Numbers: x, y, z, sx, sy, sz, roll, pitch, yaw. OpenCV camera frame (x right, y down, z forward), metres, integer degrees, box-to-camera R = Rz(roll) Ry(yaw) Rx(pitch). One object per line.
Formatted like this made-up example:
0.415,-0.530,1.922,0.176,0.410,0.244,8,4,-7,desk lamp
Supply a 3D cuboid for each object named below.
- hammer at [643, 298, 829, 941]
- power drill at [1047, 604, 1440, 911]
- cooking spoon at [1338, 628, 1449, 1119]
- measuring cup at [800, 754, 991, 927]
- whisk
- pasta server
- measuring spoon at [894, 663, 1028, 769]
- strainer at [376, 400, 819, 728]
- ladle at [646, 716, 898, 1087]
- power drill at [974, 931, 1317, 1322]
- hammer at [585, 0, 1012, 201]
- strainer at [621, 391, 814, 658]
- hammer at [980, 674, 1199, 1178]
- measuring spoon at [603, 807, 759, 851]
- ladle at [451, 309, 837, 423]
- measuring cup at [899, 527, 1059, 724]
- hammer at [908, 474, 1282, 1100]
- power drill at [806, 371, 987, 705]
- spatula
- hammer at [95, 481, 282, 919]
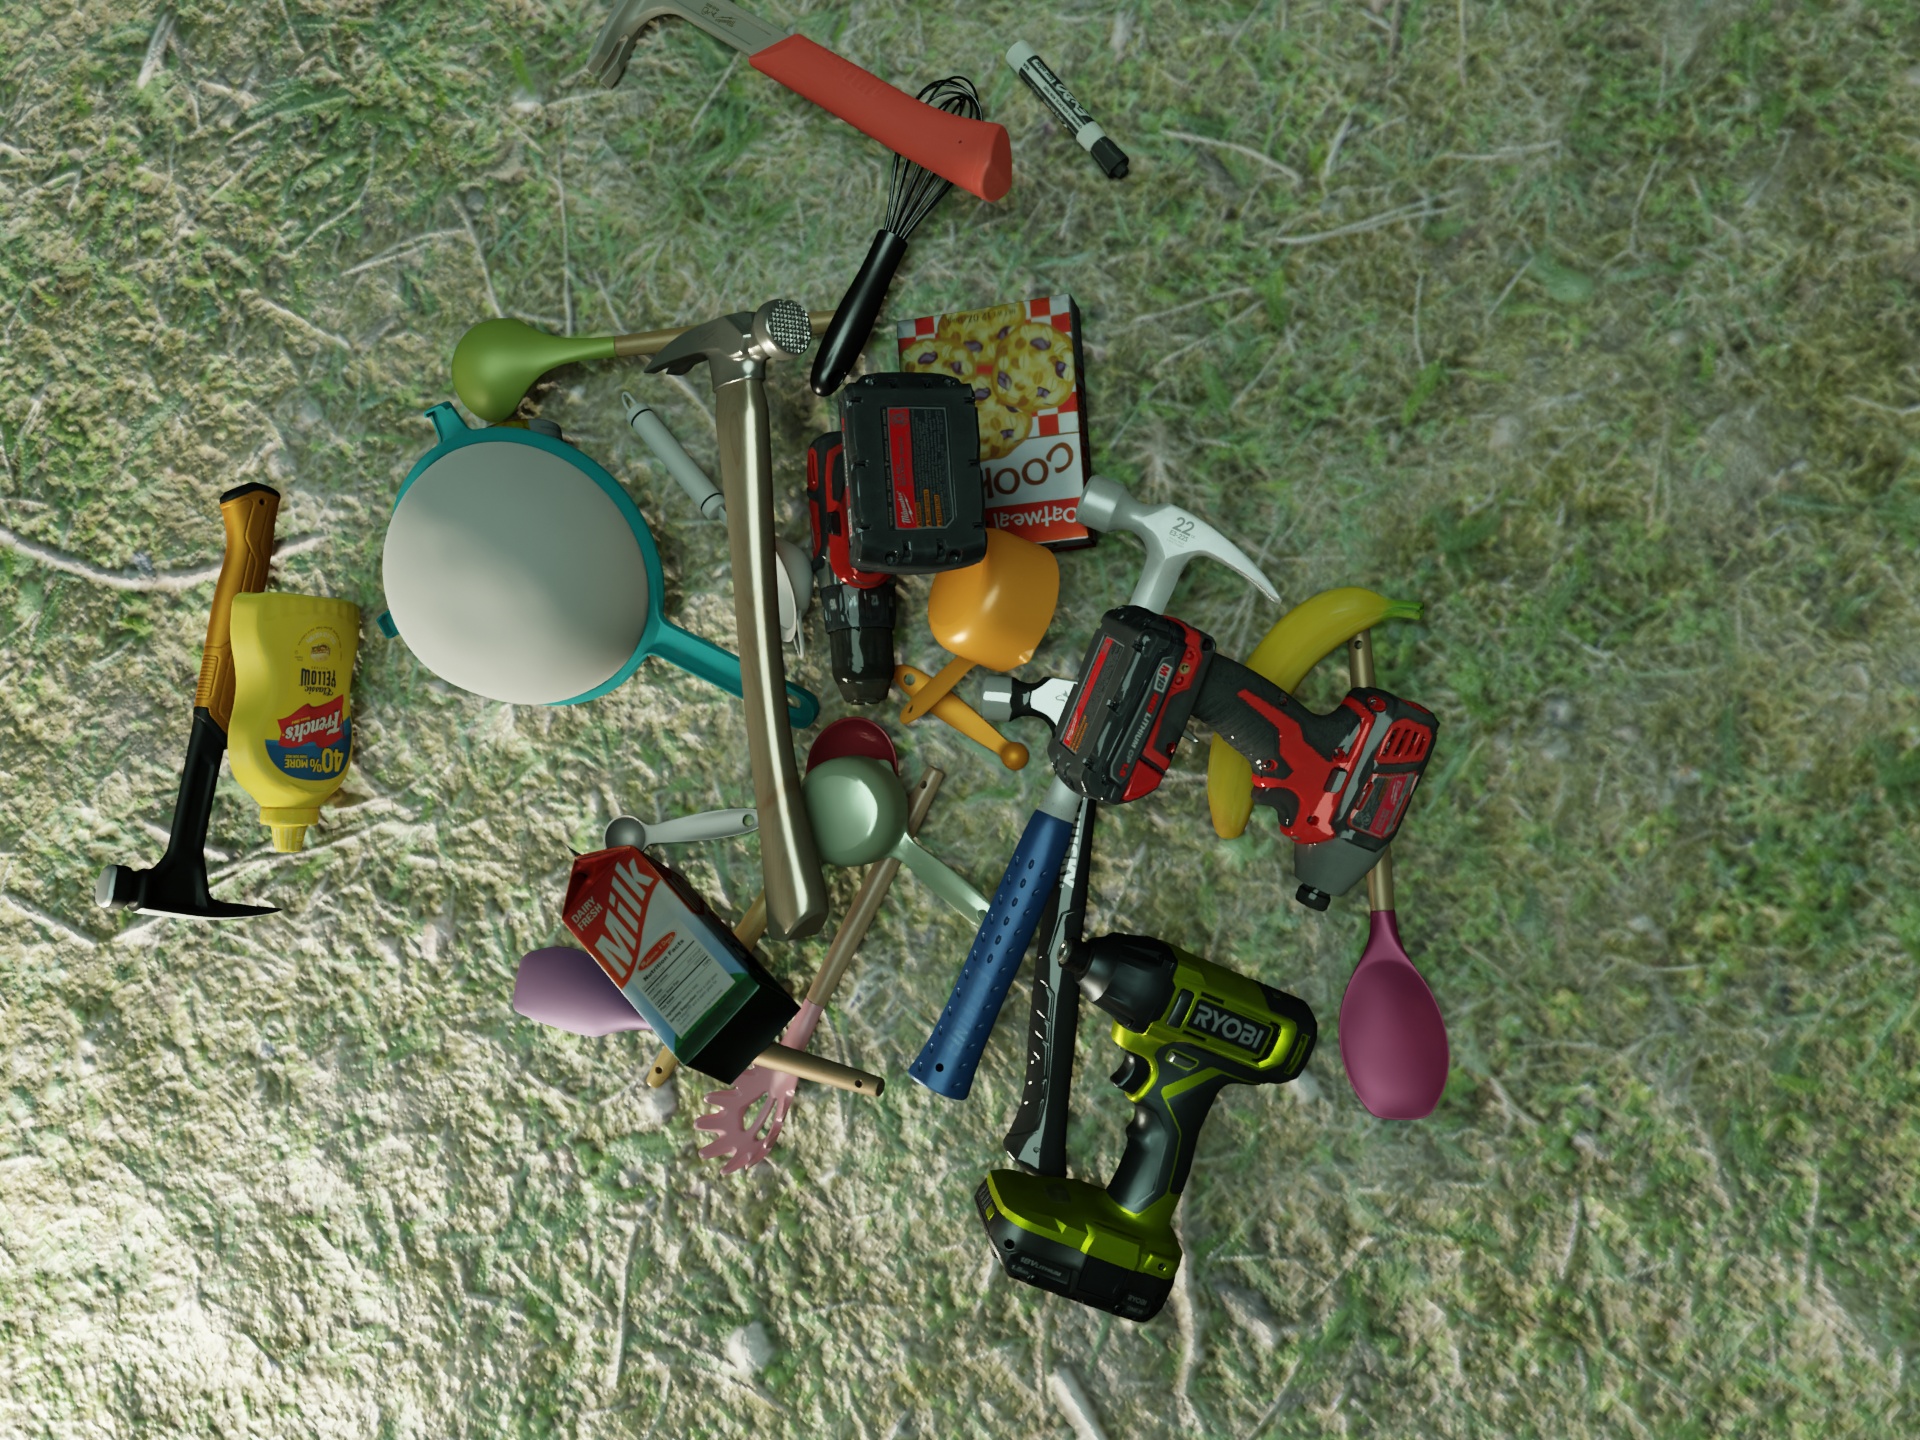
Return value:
-0.139,-0.060,1.059,0.146,0.038,0.410,-5,90,46,hammer
0.173,0.025,0.968,0.219,0.079,0.143,20,98,-16,power drill
0.270,0.096,1.025,0.069,0.017,0.319,-6,87,26,cooking spoon
-0.043,0.088,1.062,0.168,0.038,0.083,37,101,17,measuring cup
-0.048,-0.334,1.100,0.055,0.055,0.239,26,92,14,whisk
-0.092,0.172,1.109,0.060,0.040,0.316,30,95,27,pasta server
-0.002,-0.004,1.103,0.117,0.011,0.021,36,97,13,measuring spoon
-0.264,-0.062,1.104,0.340,0.095,0.211,26,118,3,strainer
-0.138,0.133,1.128,0.069,0.031,0.315,35,99,16,ladle
0.105,0.250,1.011,0.171,0.080,0.223,23,95,-13,power drill
-0.108,-0.440,1.096,0.359,0.036,0.149,39,97,25,hammer
-0.169,-0.148,1.135,0.050,0.086,0.259,-31,70,-27,strainer
0.074,0.140,1.063,0.146,0.035,0.335,5,91,9,hammer
-0.198,0.080,1.154,0.124,0.018,0.034,-8,80,8,measuring spoon
-0.221,-0.271,1.160,0.320,0.062,0.078,-5,78,8,ladle
-0.007,-0.056,1.052,0.173,0.052,0.095,-44,39,34,measuring cup
0.071,0.054,1.024,0.144,0.035,0.405,24,92,10,hammer
-0.051,-0.112,1.019,0.080,0.227,0.188,-3,85,-15,power drill
-0.192,0.215,1.119,0.316,0.018,0.060,11,89,26,spatula
-0.560,-0.017,1.218,0.034,0.127,0.337,-3,77,43,hammer
